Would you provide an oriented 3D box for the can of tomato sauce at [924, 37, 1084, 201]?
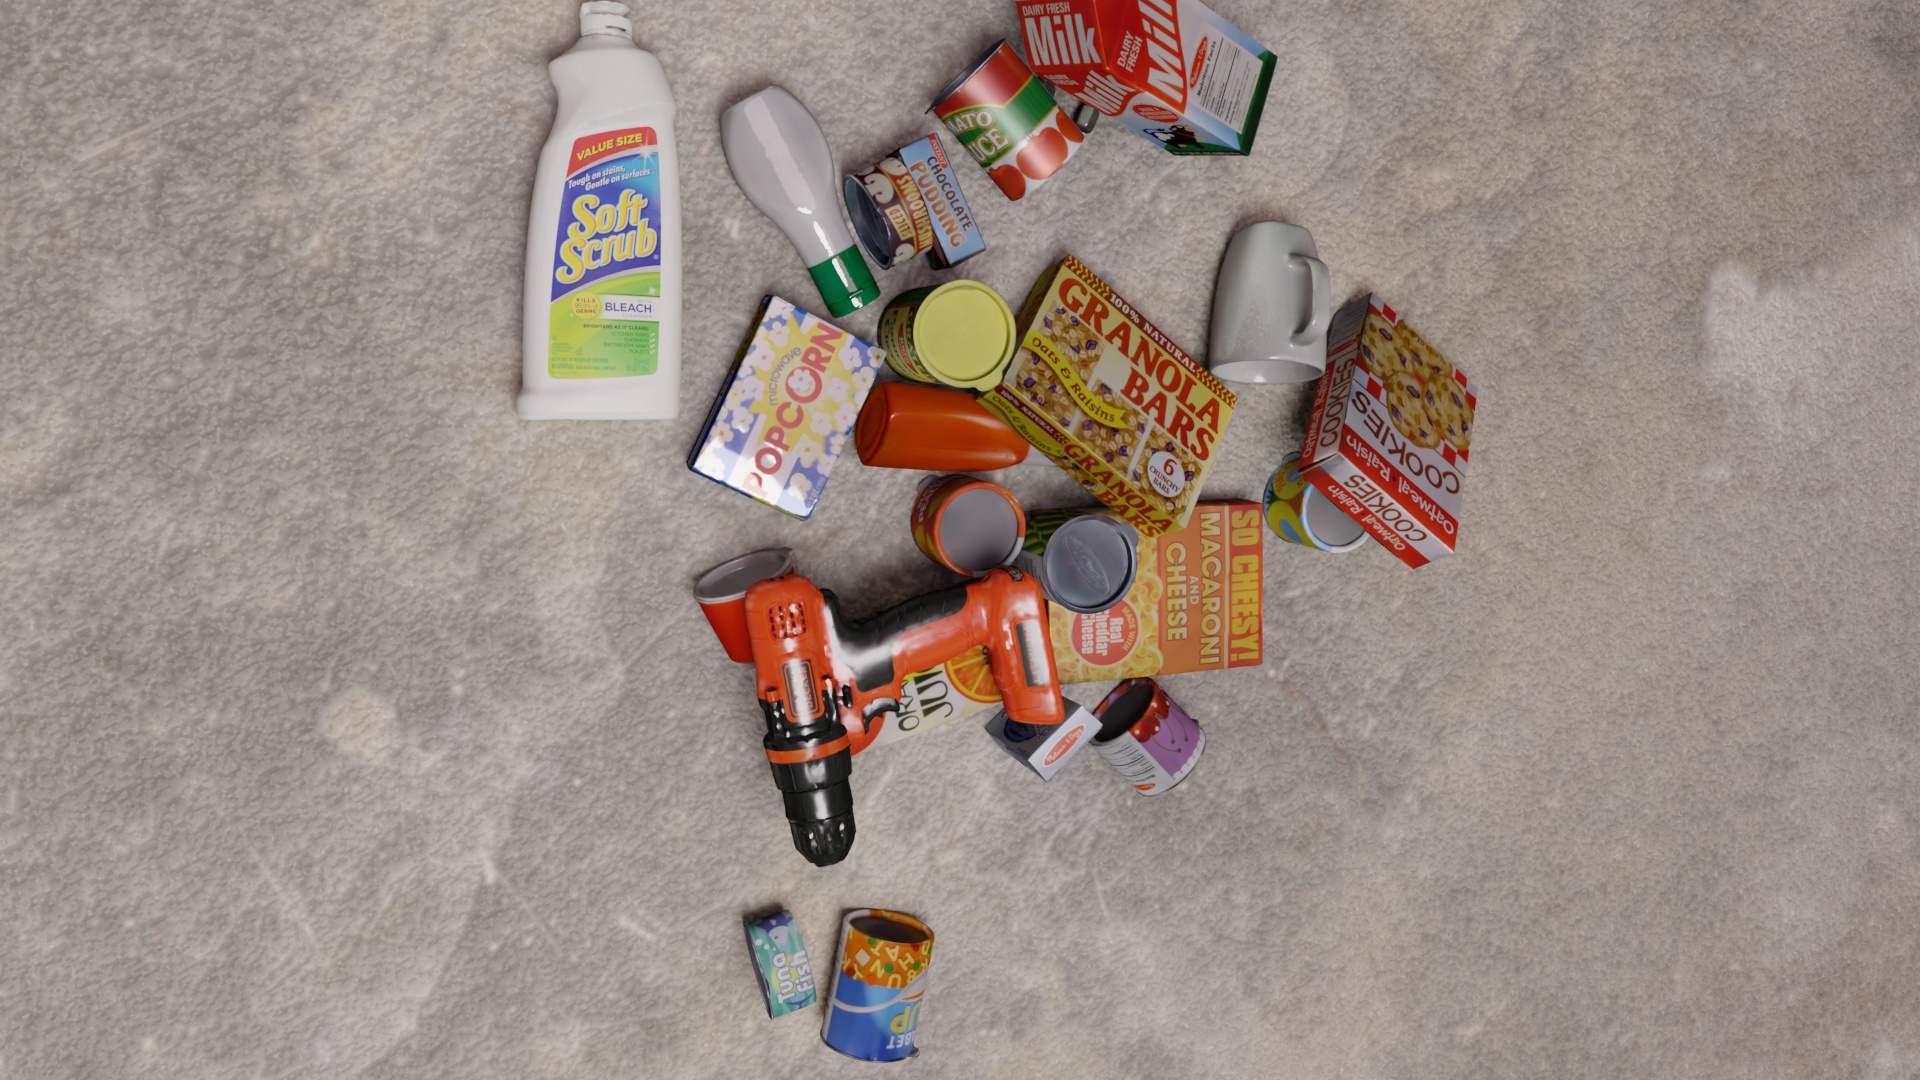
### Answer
[{"bbox_3d":[0.030,-0.276,0.919,0.071,0.071,0.083,-47,108,-7],"label":"can of tomato sauce"}]

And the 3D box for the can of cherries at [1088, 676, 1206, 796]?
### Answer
[{"bbox_3d":[0.135,0.140,1.007,0.071,0.071,0.058,-47,107,-7],"label":"can of cherries"}]

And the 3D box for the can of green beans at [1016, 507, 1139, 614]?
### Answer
[{"bbox_3d":[0.077,0.013,0.933,0.071,0.058,0.071,-2,96,-16],"label":"can of green beans"}]

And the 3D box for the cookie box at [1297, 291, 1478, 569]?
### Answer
[{"bbox_3d":[0.312,-0.080,1.005,0.123,0.040,0.168,36,52,-19],"label":"cookie box"}]

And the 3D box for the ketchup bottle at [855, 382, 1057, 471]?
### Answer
[{"bbox_3d":[0.007,-0.072,0.943,0.149,0.064,0.044,3,55,-25],"label":"ketchup bottle"}]

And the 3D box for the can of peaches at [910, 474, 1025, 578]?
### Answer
[{"bbox_3d":[0.003,-0.012,0.948,0.071,0.058,0.071,-3,98,-17],"label":"can of peaches"}]

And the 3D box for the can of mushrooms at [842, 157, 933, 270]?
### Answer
[{"bbox_3d":[-0.046,-0.212,0.901,0.033,0.071,0.071,-27,104,-14],"label":"can of mushrooms"}]

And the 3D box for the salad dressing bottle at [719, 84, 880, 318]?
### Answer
[{"bbox_3d":[-0.101,-0.217,0.898,0.064,0.044,0.147,-30,106,-8],"label":"salad dressing bottle"}]

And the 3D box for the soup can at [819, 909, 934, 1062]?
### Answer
[{"bbox_3d":[-0.055,0.308,0.964,0.071,0.071,0.083,10,94,-18],"label":"soup can"}]

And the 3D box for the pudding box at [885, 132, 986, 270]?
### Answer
[{"bbox_3d":[-0.017,-0.223,0.920,0.030,0.050,0.083,-27,103,-11],"label":"pudding box"}]

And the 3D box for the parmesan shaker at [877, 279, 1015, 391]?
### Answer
[{"bbox_3d":[-0.011,-0.131,0.905,0.071,0.103,0.071,-2,97,-17],"label":"parmesan shaker"}]

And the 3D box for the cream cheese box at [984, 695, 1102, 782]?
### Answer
[{"bbox_3d":[0.056,0.130,0.959,0.053,0.104,0.024,-43,103,-9],"label":"cream cheese box"}]

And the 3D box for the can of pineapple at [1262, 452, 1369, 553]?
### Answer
[{"bbox_3d":[0.266,-0.028,1.029,0.071,0.058,0.071,-2,98,-17],"label":"can of pineapple"}]

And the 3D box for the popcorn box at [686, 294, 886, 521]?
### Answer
[{"bbox_3d":[-0.114,-0.087,0.912,0.085,0.038,0.126,25,89,-18],"label":"popcorn box"}]

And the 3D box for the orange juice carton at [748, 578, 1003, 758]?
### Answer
[{"bbox_3d":[-0.042,0.088,0.939,0.193,0.073,0.071,-18,102,-14],"label":"orange juice carton"}]

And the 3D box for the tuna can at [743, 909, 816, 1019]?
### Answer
[{"bbox_3d":[-0.122,0.287,0.939,0.033,0.071,0.071,-15,101,-16],"label":"tuna can"}]

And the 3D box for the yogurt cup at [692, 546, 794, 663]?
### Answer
[{"bbox_3d":[-0.135,0.044,0.910,0.072,0.072,0.053,-23,111,-13],"label":"yogurt cup"}]

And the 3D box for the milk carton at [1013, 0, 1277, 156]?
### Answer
[{"bbox_3d":[0.116,-0.318,0.904,0.191,0.072,0.073,14,93,-42],"label":"milk carton"}]

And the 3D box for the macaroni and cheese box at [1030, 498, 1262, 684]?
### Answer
[{"bbox_3d":[0.135,0.034,1.005,0.167,0.040,0.123,-3,97,-17],"label":"macaroni and cheese box"}]

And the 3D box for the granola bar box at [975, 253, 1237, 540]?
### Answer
[{"bbox_3d":[0.104,-0.097,0.955,0.165,0.039,0.125,37,59,-18],"label":"granola bar box"}]
